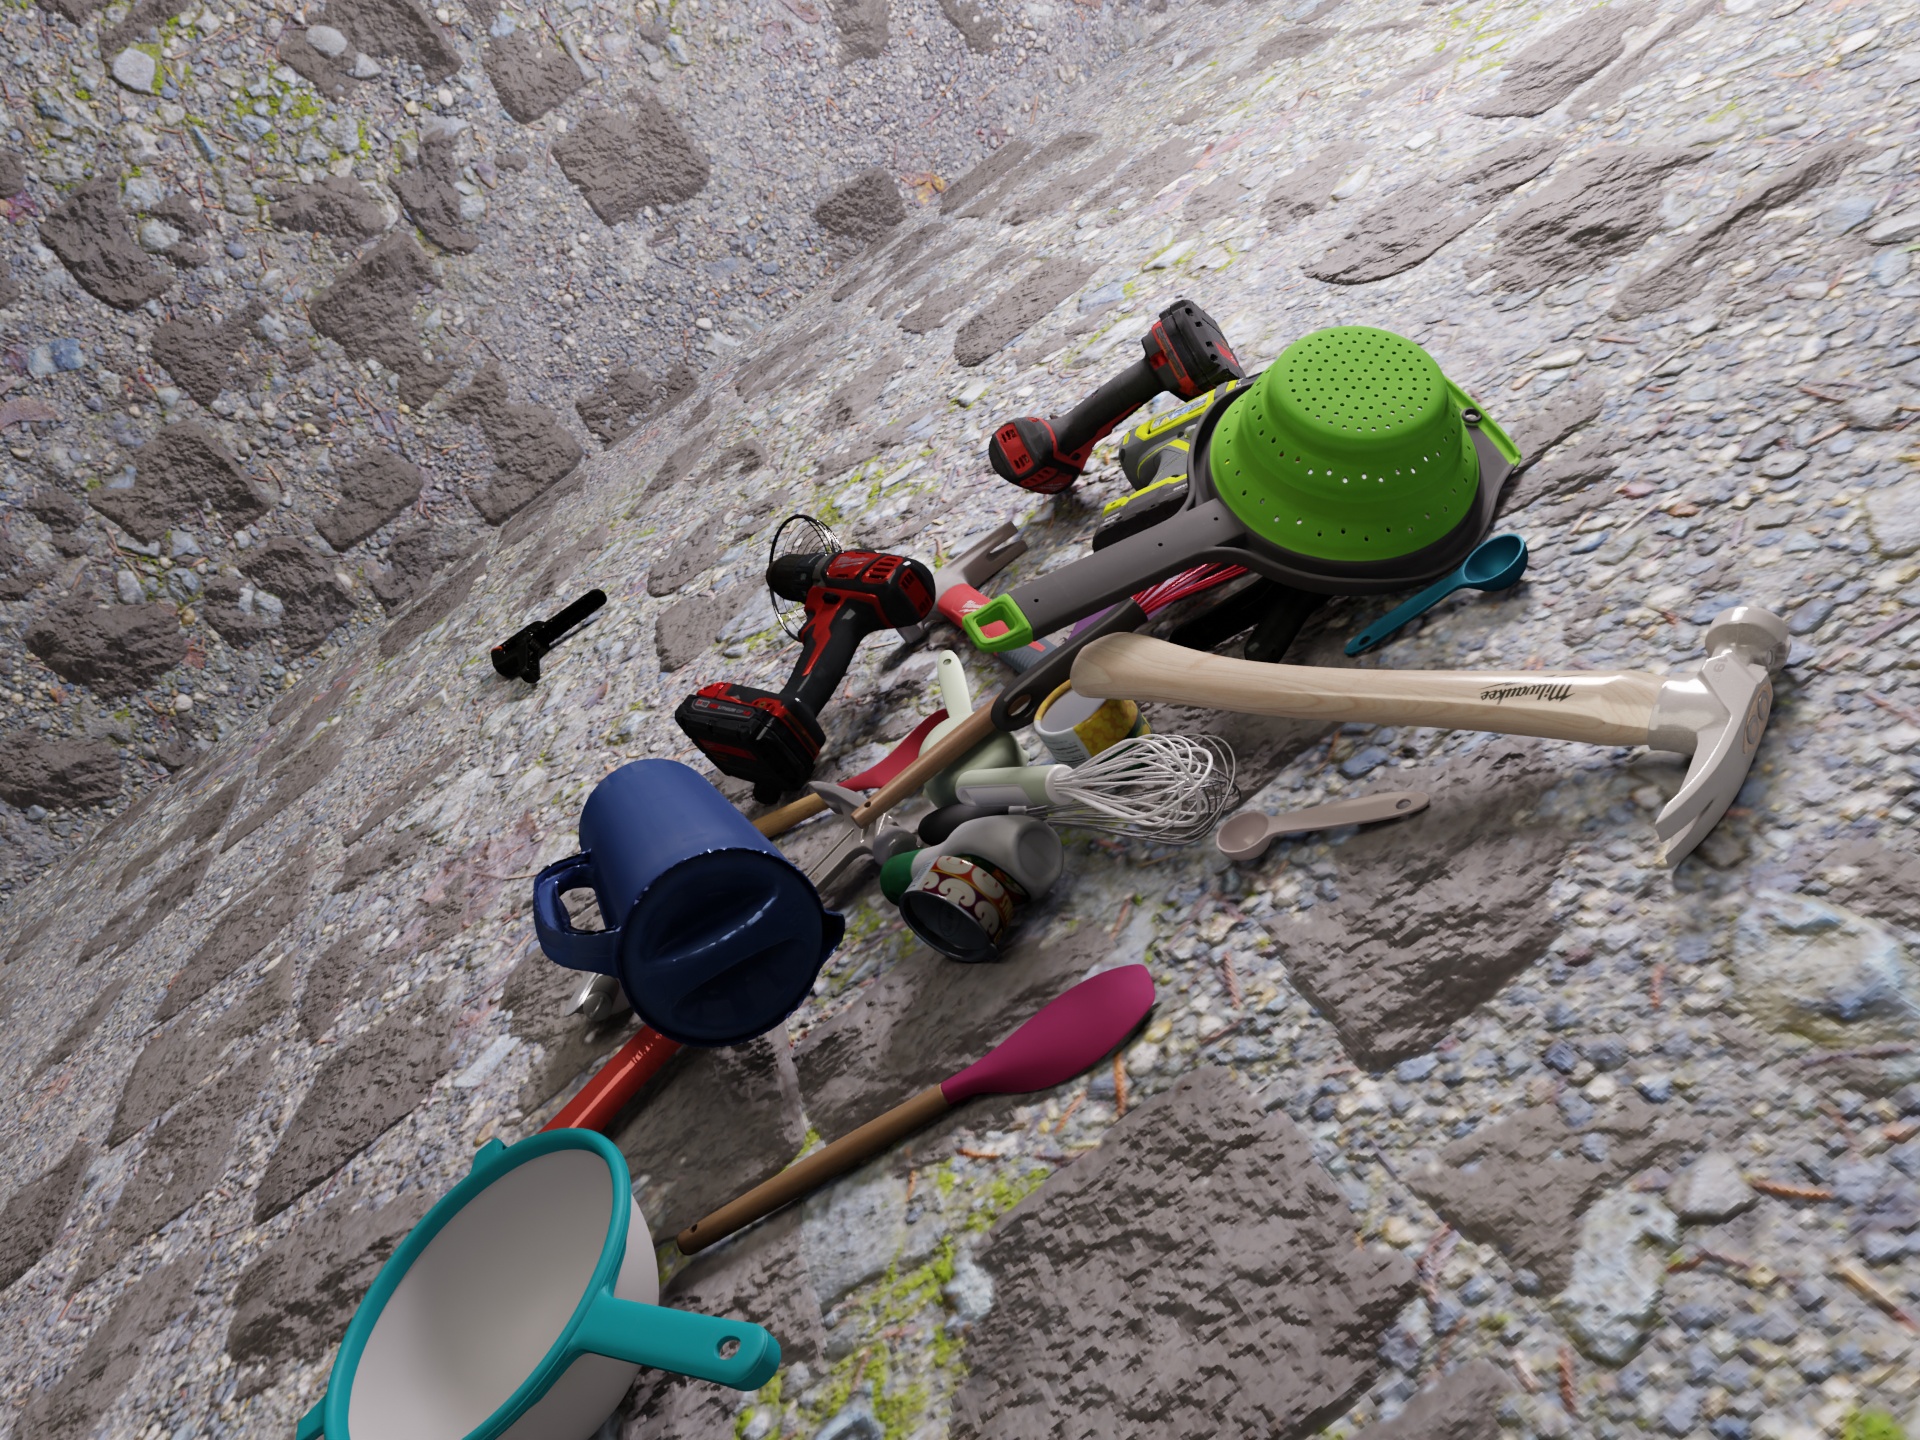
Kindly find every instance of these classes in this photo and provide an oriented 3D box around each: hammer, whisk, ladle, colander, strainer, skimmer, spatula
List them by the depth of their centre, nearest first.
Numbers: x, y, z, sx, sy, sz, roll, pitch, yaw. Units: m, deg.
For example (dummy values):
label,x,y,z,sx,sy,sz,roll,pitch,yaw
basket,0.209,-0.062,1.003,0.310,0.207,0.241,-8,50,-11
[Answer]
label,x,y,z,sx,sy,sz,roll,pitch,yaw
strainer,-0.194,0.333,0.843,0.340,0.095,0.211,-9,39,41
hammer,0.222,-0.008,0.885,0.411,0.038,0.146,6,49,44
whisk,0.065,0.039,0.951,0.059,0.057,0.246,-46,19,-25
colander,0.180,-0.153,1.013,0.397,0.094,0.205,-25,58,-13
whisk,0.066,0.055,1.029,0.284,0.070,0.070,-13,34,48
whisk,0.137,-0.091,1.104,0.296,0.073,0.073,-40,25,-4
hammer,-0.184,0.189,1.122,0.359,0.036,0.149,-46,31,-14
spatula,0.047,-0.026,1.128,0.316,0.018,0.060,-39,42,-14
strainer,-0.254,0.194,1.144,0.087,0.050,0.258,-50,5,-8
ladle,-0.125,0.071,1.275,0.315,0.031,0.069,-26,30,26
hammer,0.054,-0.073,1.276,0.143,0.038,0.387,-37,25,-4
skimmer,-0.169,-0.059,1.477,0.364,0.090,0.127,-79,15,-51

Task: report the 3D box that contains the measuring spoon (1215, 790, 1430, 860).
label,x,y,z,sx,sy,sz,roll,pitch,yaw
measuring spoon,0.204,0.060,0.894,0.124,0.018,0.034,-14,33,28

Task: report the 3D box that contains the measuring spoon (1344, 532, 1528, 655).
label,x,y,z,sx,sy,sz,roll,pitch,yaw
measuring spoon,0.299,-0.071,0.992,0.128,0.021,0.042,-35,25,27

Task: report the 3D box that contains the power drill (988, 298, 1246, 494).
label,x,y,z,sx,sy,sz,roll,pitch,yaw
power drill,0.141,-0.276,1.425,0.219,0.078,0.143,-30,-11,21

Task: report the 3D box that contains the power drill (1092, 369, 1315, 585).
label,x,y,z,sx,sy,sz,roll,pitch,yaw
power drill,0.202,-0.199,1.256,0.190,0.080,0.229,-21,27,32

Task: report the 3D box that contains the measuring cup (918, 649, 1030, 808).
label,x,y,z,sx,sy,sz,roll,pitch,yaw
measuring cup,-0.002,-0.004,1.169,0.083,0.038,0.168,-20,46,6

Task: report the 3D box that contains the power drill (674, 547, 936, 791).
label,x,y,z,sx,sy,sz,roll,pitch,yaw
power drill,-0.144,-0.059,1.364,0.188,0.080,0.227,11,58,43

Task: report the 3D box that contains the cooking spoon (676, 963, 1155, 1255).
label,x,y,z,sx,sy,sz,roll,pitch,yaw
cooking spoon,-0.029,0.224,0.901,0.319,0.017,0.069,-32,25,10
